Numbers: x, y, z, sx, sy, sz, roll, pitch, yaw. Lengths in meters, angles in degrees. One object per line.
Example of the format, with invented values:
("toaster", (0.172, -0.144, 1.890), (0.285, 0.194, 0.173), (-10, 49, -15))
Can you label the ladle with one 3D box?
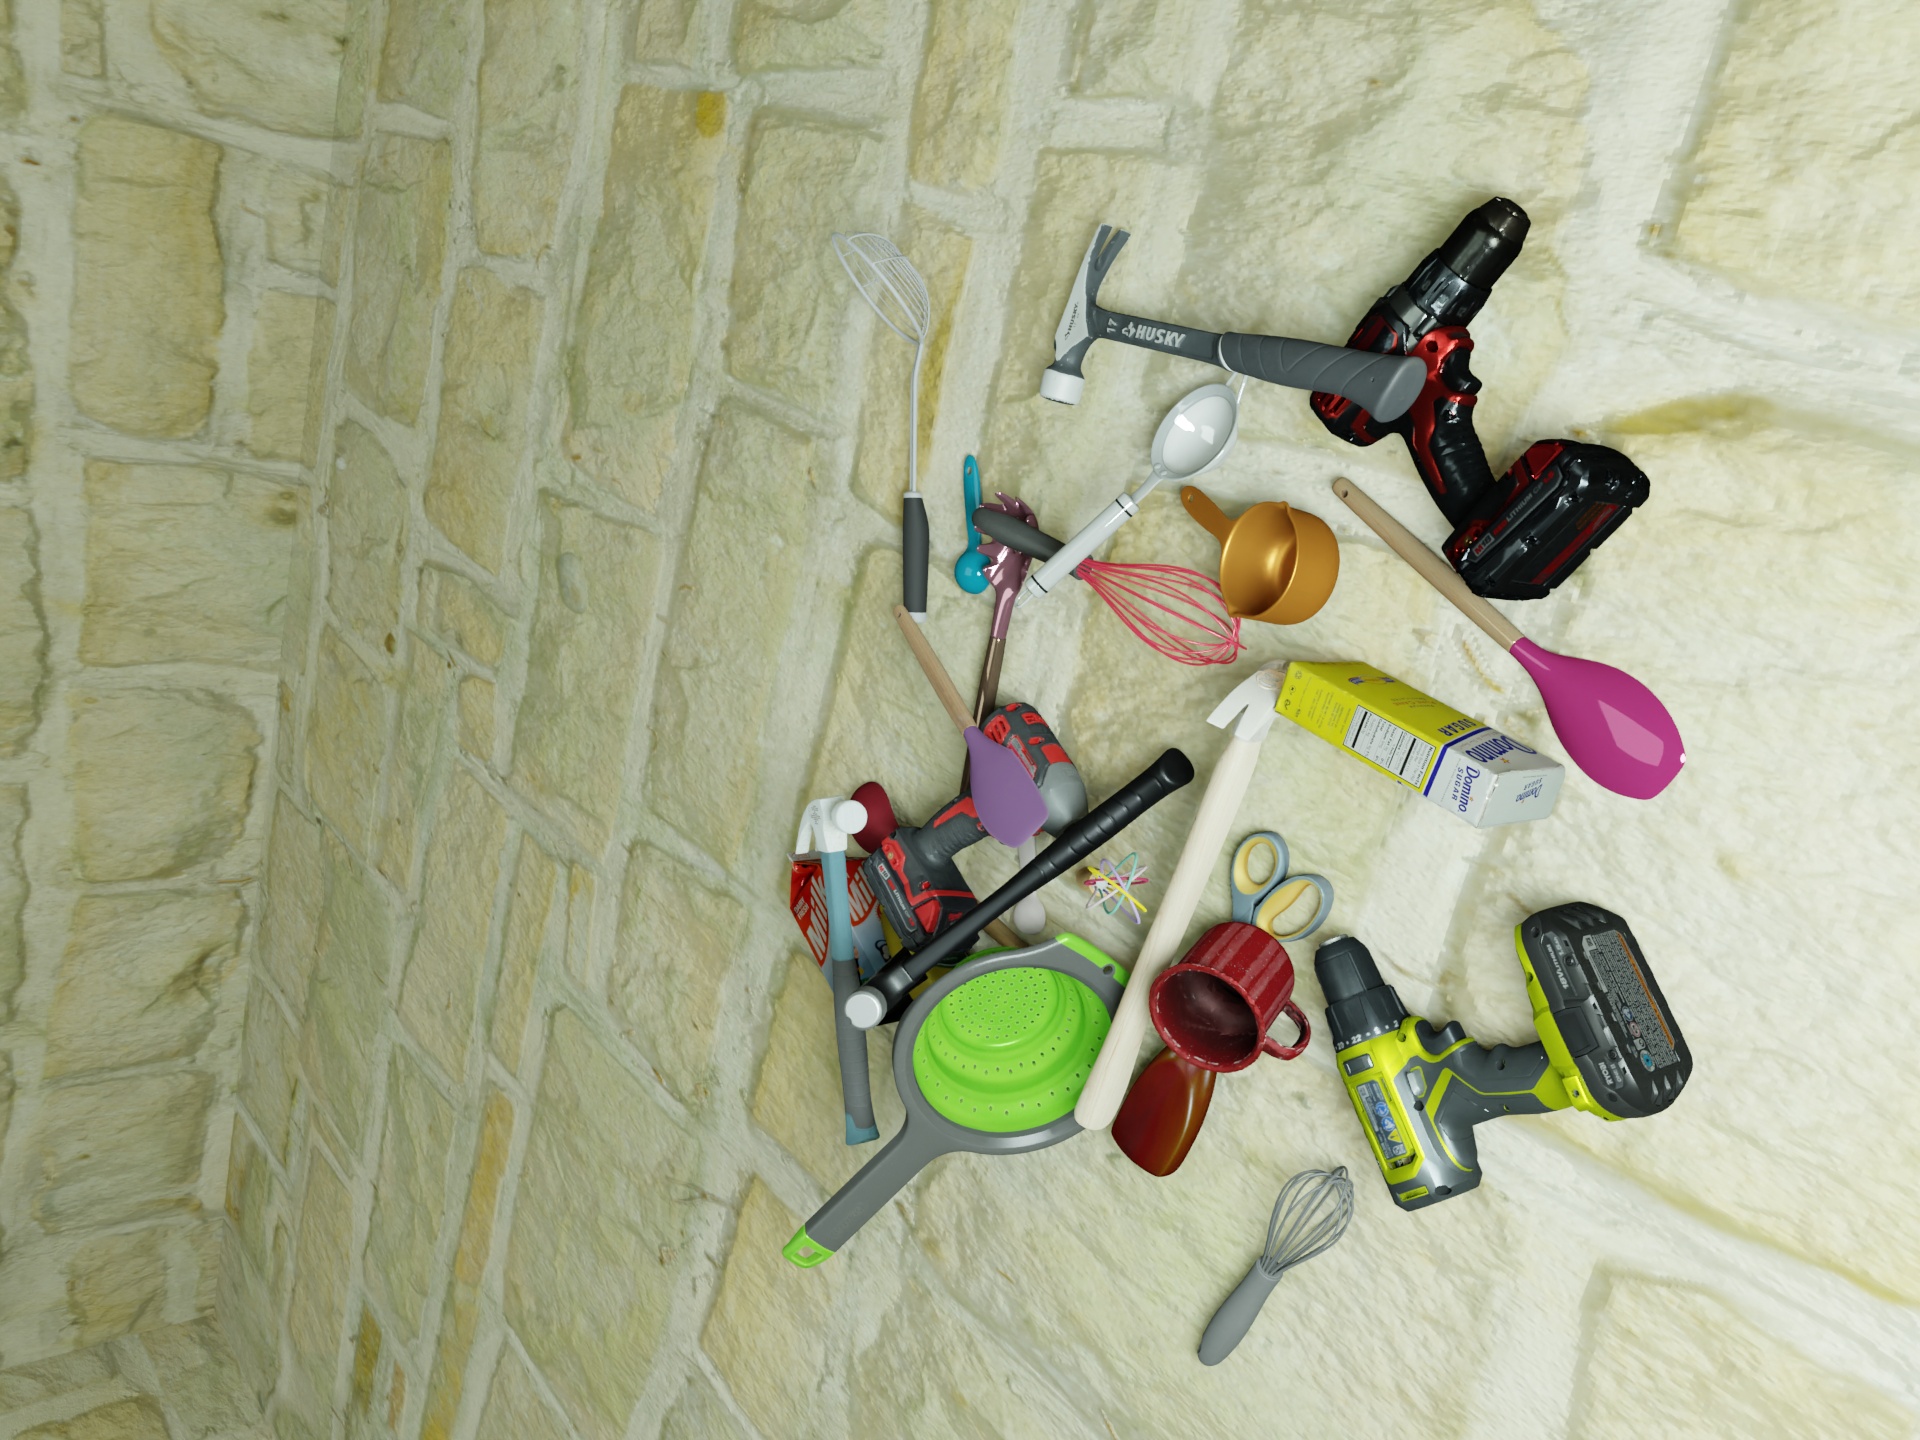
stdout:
("ladle", (-0.018, 0.152, 1.503), (0.316, 0.031, 0.069), (37, 118, 39))

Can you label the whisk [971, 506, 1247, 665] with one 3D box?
("whisk", (0.114, -0.118, 1.294), (0.296, 0.073, 0.073), (31, 114, 37))

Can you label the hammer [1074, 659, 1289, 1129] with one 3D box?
("hammer", (0.161, 0.152, 1.220), (0.038, 0.146, 0.410), (26, 115, 18))

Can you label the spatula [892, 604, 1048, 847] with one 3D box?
("spatula", (-0.002, -0.004, 1.398), (0.059, 0.018, 0.316), (-46, 45, 17))

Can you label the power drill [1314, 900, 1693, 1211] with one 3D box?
("power drill", (0.344, 0.208, 1.062), (0.228, 0.080, 0.191), (-39, 64, 45))

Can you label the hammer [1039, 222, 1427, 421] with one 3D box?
("hammer", (0.192, -0.282, 1.185), (0.409, 0.036, 0.149), (33, 112, 55))

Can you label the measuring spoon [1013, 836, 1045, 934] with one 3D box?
("measuring spoon", (0.055, 0.130, 1.424), (0.034, 0.018, 0.124), (-8, 85, 48))

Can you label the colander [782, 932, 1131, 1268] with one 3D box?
("colander", (-0.016, 0.319, 1.375), (0.397, 0.204, 0.095), (-46, 23, 12))

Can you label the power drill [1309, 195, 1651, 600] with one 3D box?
("power drill", (0.346, -0.211, 1.044), (0.187, 0.080, 0.227), (-53, 52, 36))

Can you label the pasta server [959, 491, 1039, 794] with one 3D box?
("pasta server", (0.024, -0.049, 1.437), (0.060, 0.040, 0.316), (22, 109, 34))

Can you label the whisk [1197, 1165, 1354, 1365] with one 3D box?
("whisk", (0.236, 0.422, 1.215), (0.055, 0.055, 0.238), (49, 130, 35))

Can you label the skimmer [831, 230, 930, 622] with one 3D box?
("skimmer", (-0.074, -0.273, 1.499), (0.127, 0.090, 0.363), (-149, 58, -79))

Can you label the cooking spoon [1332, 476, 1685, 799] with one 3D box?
("cooking spoon", (0.358, -0.067, 1.076), (0.319, 0.017, 0.068), (52, 127, 33))

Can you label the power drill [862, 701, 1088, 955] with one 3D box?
("power drill", (0.022, 0.104, 1.404), (0.219, 0.078, 0.143), (-49, 55, 25))

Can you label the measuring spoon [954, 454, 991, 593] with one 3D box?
("measuring spoon", (0.006, -0.180, 1.463), (0.042, 0.021, 0.128), (-2, 92, 48))

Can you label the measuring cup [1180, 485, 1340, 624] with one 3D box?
("measuring cup", (0.224, -0.135, 1.207), (0.095, 0.052, 0.174), (-67, 30, 23))

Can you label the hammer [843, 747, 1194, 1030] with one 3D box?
("hammer", (0.051, 0.133, 1.296), (0.335, 0.146, 0.035), (-39, 86, 10))

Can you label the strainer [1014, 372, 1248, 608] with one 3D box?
("strainer", (0.138, -0.175, 1.252), (0.258, 0.050, 0.087), (-42, 38, 13))

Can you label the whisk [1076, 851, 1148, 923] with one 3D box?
("whisk", (0.111, 0.125, 1.246), (0.245, 0.047, 0.051), (120, 159, -86))

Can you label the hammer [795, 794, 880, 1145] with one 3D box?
("hammer", (-0.107, 0.233, 1.473), (0.128, 0.033, 0.331), (-176, 80, -66))
